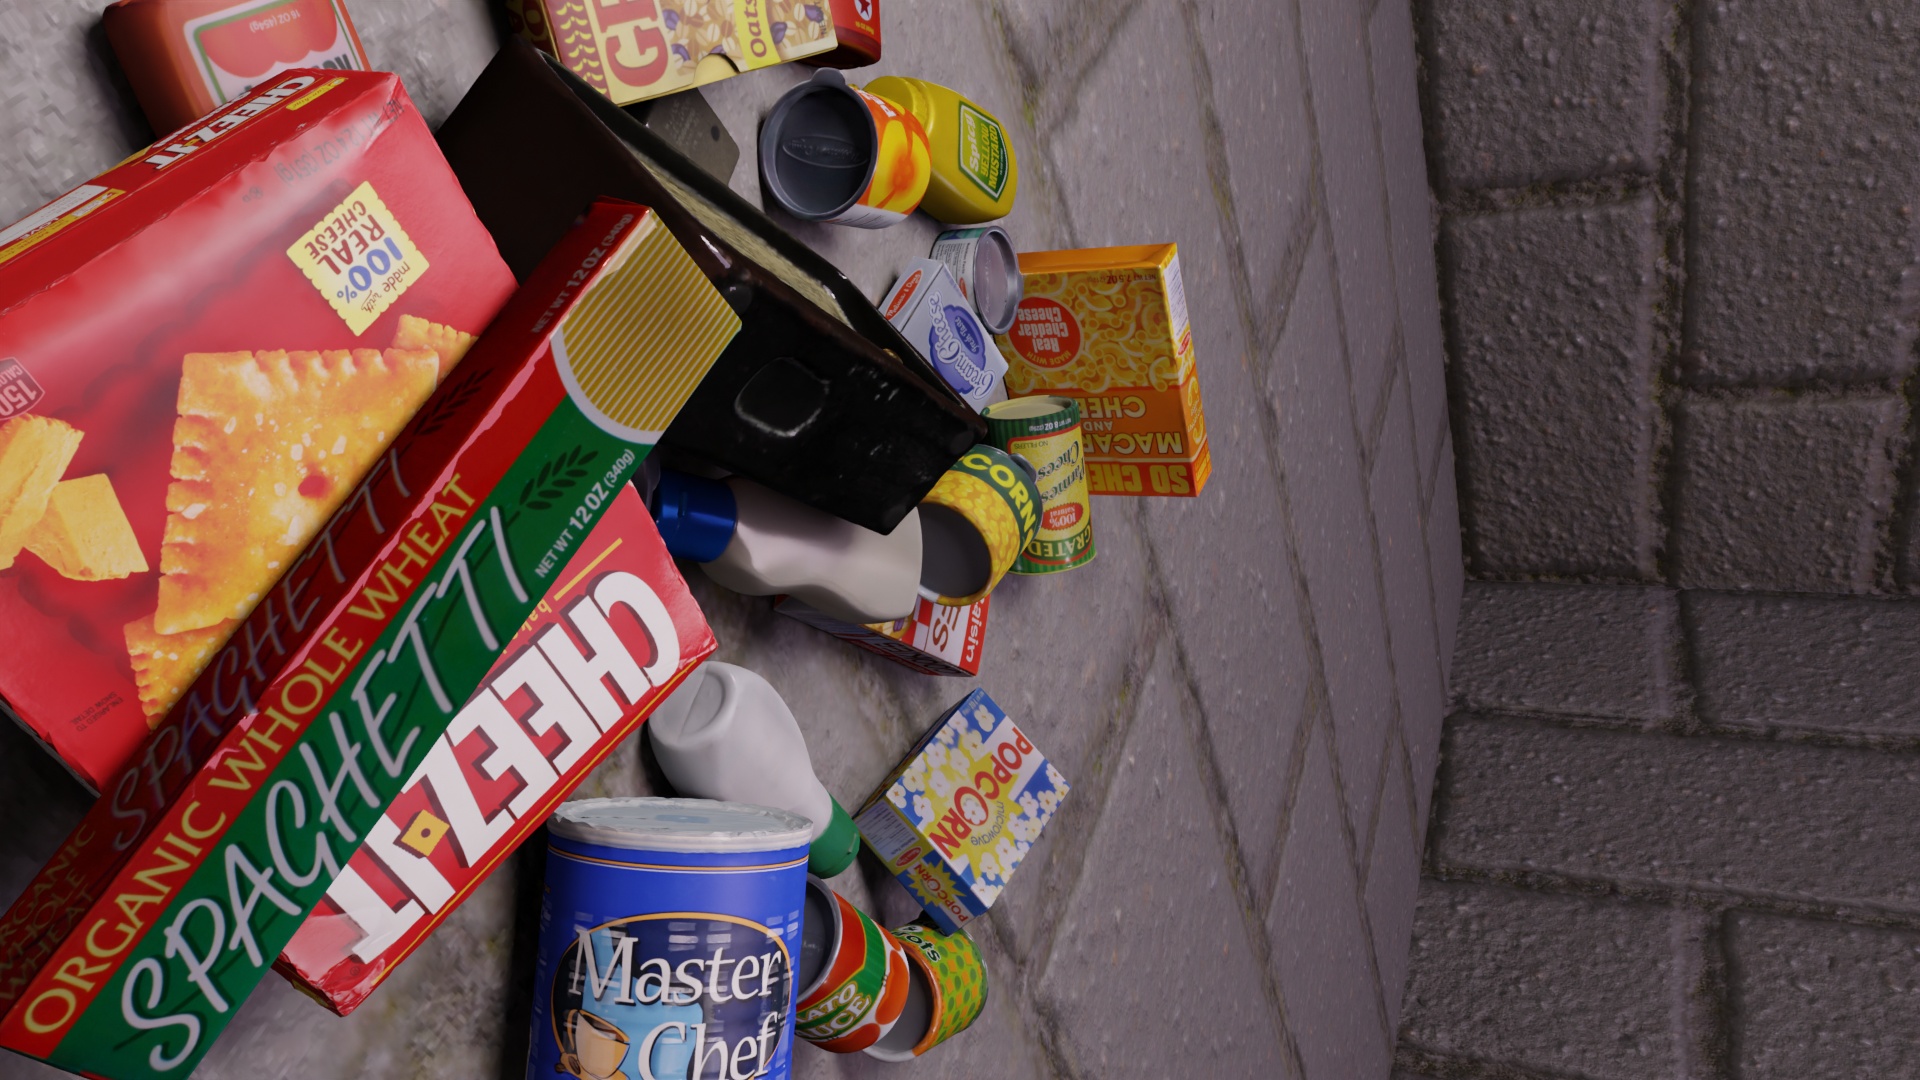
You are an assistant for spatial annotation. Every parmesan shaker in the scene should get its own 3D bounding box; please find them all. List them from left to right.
[{"bbox_3d":[0.047,-0.036,0.898,0.071,0.071,0.102,-38,124,-57],"label":"parmesan shaker"}]

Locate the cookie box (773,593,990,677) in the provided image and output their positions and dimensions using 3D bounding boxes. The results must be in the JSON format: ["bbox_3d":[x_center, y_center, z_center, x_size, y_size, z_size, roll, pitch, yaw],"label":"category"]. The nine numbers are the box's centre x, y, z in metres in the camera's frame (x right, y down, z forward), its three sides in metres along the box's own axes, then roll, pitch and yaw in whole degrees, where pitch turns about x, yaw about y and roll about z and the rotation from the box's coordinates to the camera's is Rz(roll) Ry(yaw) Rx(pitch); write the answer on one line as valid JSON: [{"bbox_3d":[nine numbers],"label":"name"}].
[{"bbox_3d":[-0.032,0.000,0.766,0.167,0.040,0.123,33,61,-59],"label":"cookie box"}]

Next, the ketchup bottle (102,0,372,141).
[{"bbox_3d":[-0.197,-0.098,0.429,0.065,0.043,0.148,-48,134,-45],"label":"ketchup bottle"}]

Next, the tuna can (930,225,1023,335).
[{"bbox_3d":[0.010,-0.158,0.852,0.071,0.033,0.071,-6,97,-63],"label":"tuna can"}]

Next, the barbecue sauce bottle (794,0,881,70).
[{"bbox_3d":[-0.067,-0.312,0.680,0.065,0.043,0.148,-8,98,-62],"label":"barbecue sauce bottle"}]

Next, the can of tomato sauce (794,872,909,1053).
[{"bbox_3d":[-0.070,0.206,0.669,0.082,0.071,0.071,55,44,-51],"label":"can of tomato sauce"}]

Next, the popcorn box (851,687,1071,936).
[{"bbox_3d":[0.003,0.151,0.798,0.085,0.038,0.127,48,35,0],"label":"popcorn box"}]

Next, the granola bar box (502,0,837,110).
[{"bbox_3d":[-0.122,-0.256,0.525,0.125,0.039,0.164,-28,119,-32],"label":"granola bar box"}]

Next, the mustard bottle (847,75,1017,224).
[{"bbox_3d":[-0.019,-0.222,0.773,0.160,0.049,0.065,6,83,-64],"label":"mustard bottle"}]

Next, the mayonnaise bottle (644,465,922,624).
[{"bbox_3d":[-0.082,-0.002,0.622,0.148,0.041,0.065,14,73,-44],"label":"mayonnaise bottle"}]

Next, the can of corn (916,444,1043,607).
[{"bbox_3d":[0.003,-0.009,0.711,0.058,0.071,0.071,-49,133,-50],"label":"can of corn"}]

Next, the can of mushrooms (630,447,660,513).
[{"bbox_3d":[-0.150,-0.022,0.536,0.071,0.033,0.071,-3,93,-63],"label":"can of mushrooms"}]

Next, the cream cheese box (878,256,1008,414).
[{"bbox_3d":[-0.010,-0.112,0.808,0.053,0.024,0.103,-59,145,-15],"label":"cream cheese box"}]

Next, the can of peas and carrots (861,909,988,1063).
[{"bbox_3d":[-0.026,0.242,0.759,0.059,0.071,0.071,6,85,-63],"label":"can of peas and carrots"}]

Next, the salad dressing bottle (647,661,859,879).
[{"bbox_3d":[-0.091,0.113,0.650,0.147,0.044,0.064,61,38,-47],"label":"salad dressing bottle"}]

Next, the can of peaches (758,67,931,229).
[{"bbox_3d":[-0.055,-0.190,0.681,0.058,0.071,0.071,-13,103,-63],"label":"can of peaches"}]

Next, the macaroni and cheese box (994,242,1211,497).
[{"bbox_3d":[0.093,-0.109,0.918,0.040,0.123,0.165,-55,138,-47],"label":"macaroni and cheese box"}]

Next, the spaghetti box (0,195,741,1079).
[{"bbox_3d":[-0.145,0.019,0.357,0.251,0.029,0.050,-58,139,-20],"label":"spaghetti box"}]
